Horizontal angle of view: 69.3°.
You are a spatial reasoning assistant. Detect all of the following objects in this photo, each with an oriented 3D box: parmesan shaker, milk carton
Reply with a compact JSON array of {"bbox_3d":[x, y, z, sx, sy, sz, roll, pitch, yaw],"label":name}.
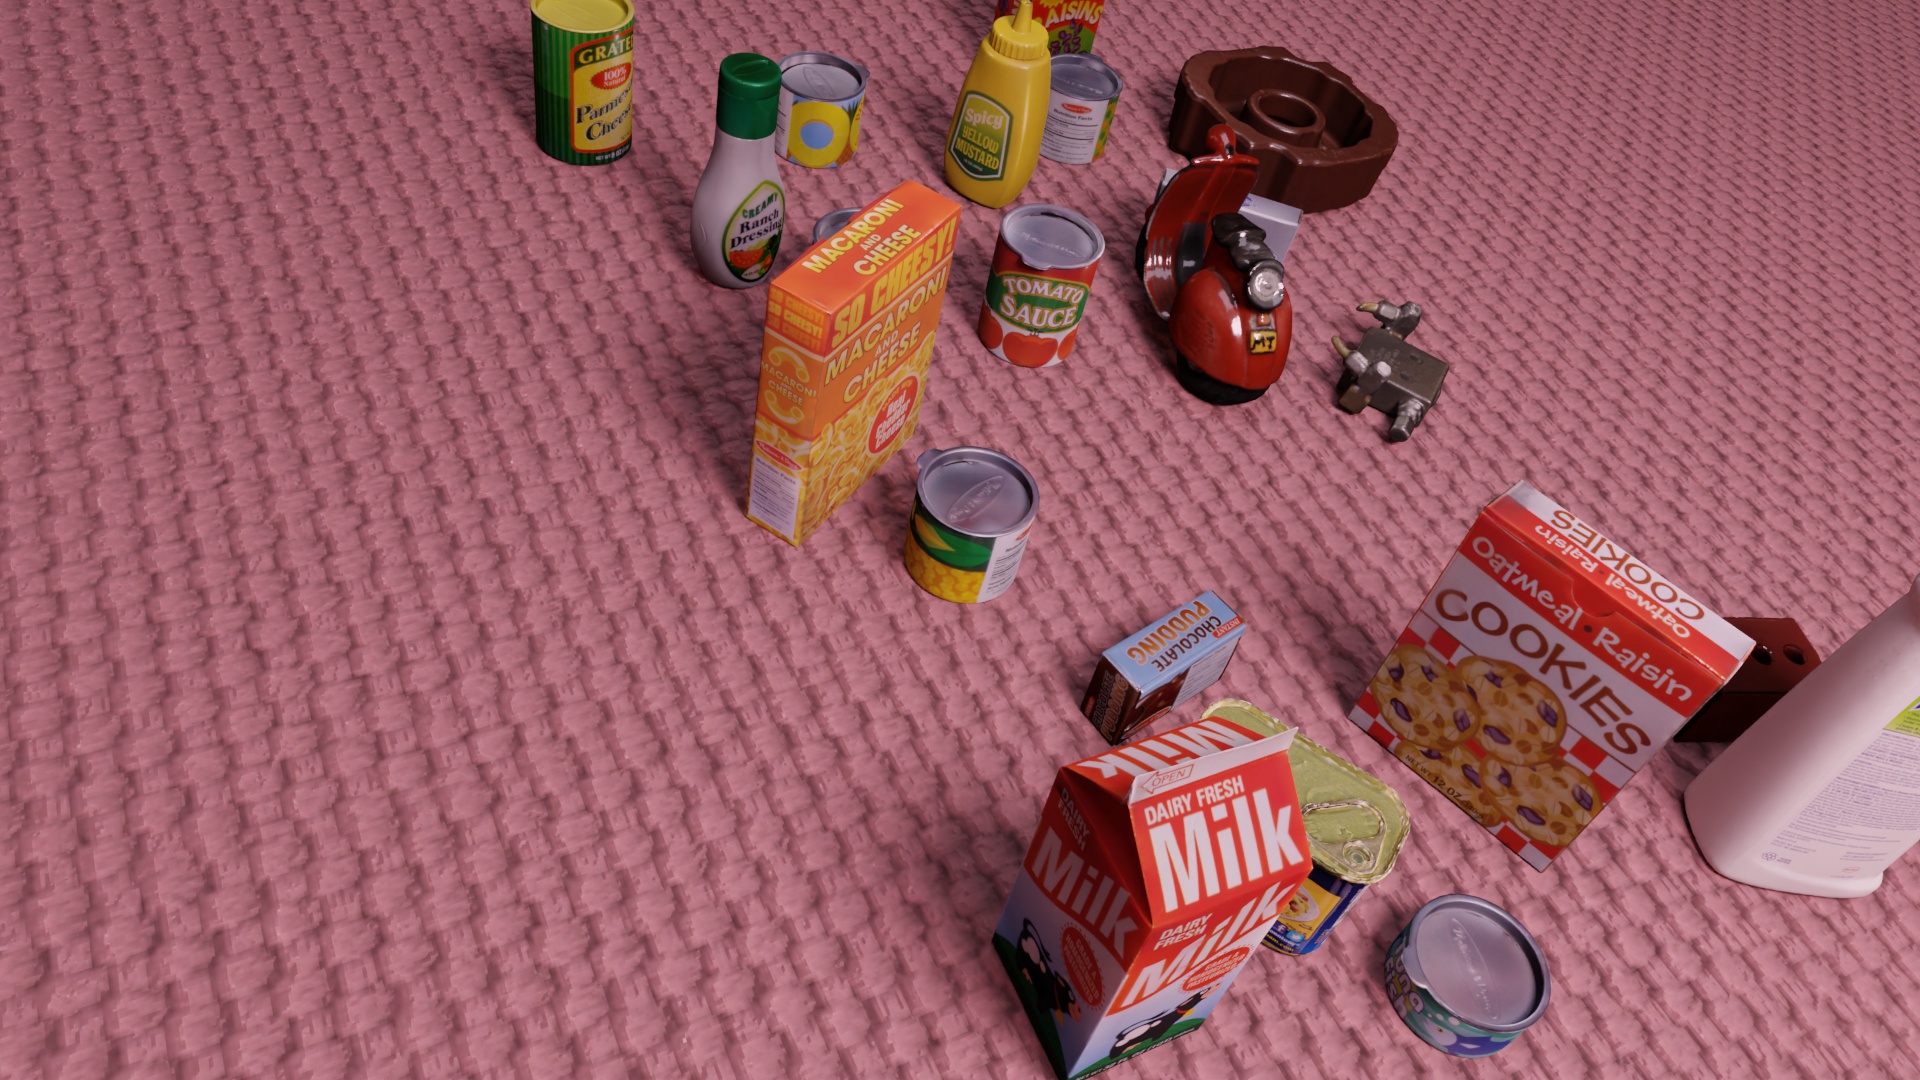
[{"bbox_3d":[-0.254,-0.317,0.946,0.071,0.102,0.072,7,47,-7],"label":"parmesan shaker"},{"bbox_3d":[0.074,0.136,0.549,0.072,0.189,0.074,-13,53,-24],"label":"milk carton"}]

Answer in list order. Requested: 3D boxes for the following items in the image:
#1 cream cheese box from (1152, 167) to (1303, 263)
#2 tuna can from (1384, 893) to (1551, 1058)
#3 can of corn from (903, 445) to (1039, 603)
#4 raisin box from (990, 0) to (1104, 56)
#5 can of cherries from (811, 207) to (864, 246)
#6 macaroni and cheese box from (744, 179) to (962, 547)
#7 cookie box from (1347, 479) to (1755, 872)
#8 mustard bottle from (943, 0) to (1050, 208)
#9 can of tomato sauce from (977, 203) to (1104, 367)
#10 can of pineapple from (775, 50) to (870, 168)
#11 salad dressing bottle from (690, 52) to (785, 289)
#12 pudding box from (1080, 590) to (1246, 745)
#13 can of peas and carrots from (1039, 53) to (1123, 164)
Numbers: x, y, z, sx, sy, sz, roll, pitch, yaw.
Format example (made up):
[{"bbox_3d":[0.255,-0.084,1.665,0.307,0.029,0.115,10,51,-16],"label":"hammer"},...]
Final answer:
[{"bbox_3d":[0.188,-0.227,1.003,0.104,0.053,0.024,19,47,4],"label":"cream cheese box"},{"bbox_3d":[0.229,0.199,0.635,0.071,0.032,0.071,7,47,-7],"label":"tuna can"},{"bbox_3d":[0.003,-0.009,0.755,0.071,0.058,0.071,7,47,-7],"label":"can of corn"},{"bbox_3d":[0.072,-0.426,1.110,0.086,0.122,0.040,-23,57,-30],"label":"raisin box"},{"bbox_3d":[-0.062,-0.168,0.885,0.071,0.058,0.072,7,47,-7],"label":"can of cherries"},{"bbox_3d":[-0.060,-0.093,0.743,0.040,0.165,0.124,30,48,14],"label":"macaroni and cheese box"},{"bbox_3d":[0.276,0.070,0.674,0.123,0.166,0.040,41,52,23],"label":"cookie box"},{"bbox_3d":[0.031,-0.312,0.970,0.065,0.159,0.049,31,49,15],"label":"mustard bottle"},{"bbox_3d":[0.050,-0.161,0.889,0.071,0.082,0.071,7,47,-7],"label":"can of tomato sauce"},{"bbox_3d":[-0.102,-0.312,1.009,0.071,0.057,0.071,7,47,-7],"label":"can of pineapple"},{"bbox_3d":[-0.135,-0.227,0.861,0.044,0.146,0.064,40,51,22],"label":"salad dressing bottle"},{"bbox_3d":[0.105,0.065,0.717,0.084,0.049,0.030,-26,59,-32],"label":"pudding box"},{"bbox_3d":[0.087,-0.335,1.074,0.071,0.058,0.071,7,47,-7],"label":"can of peas and carrots"}]
